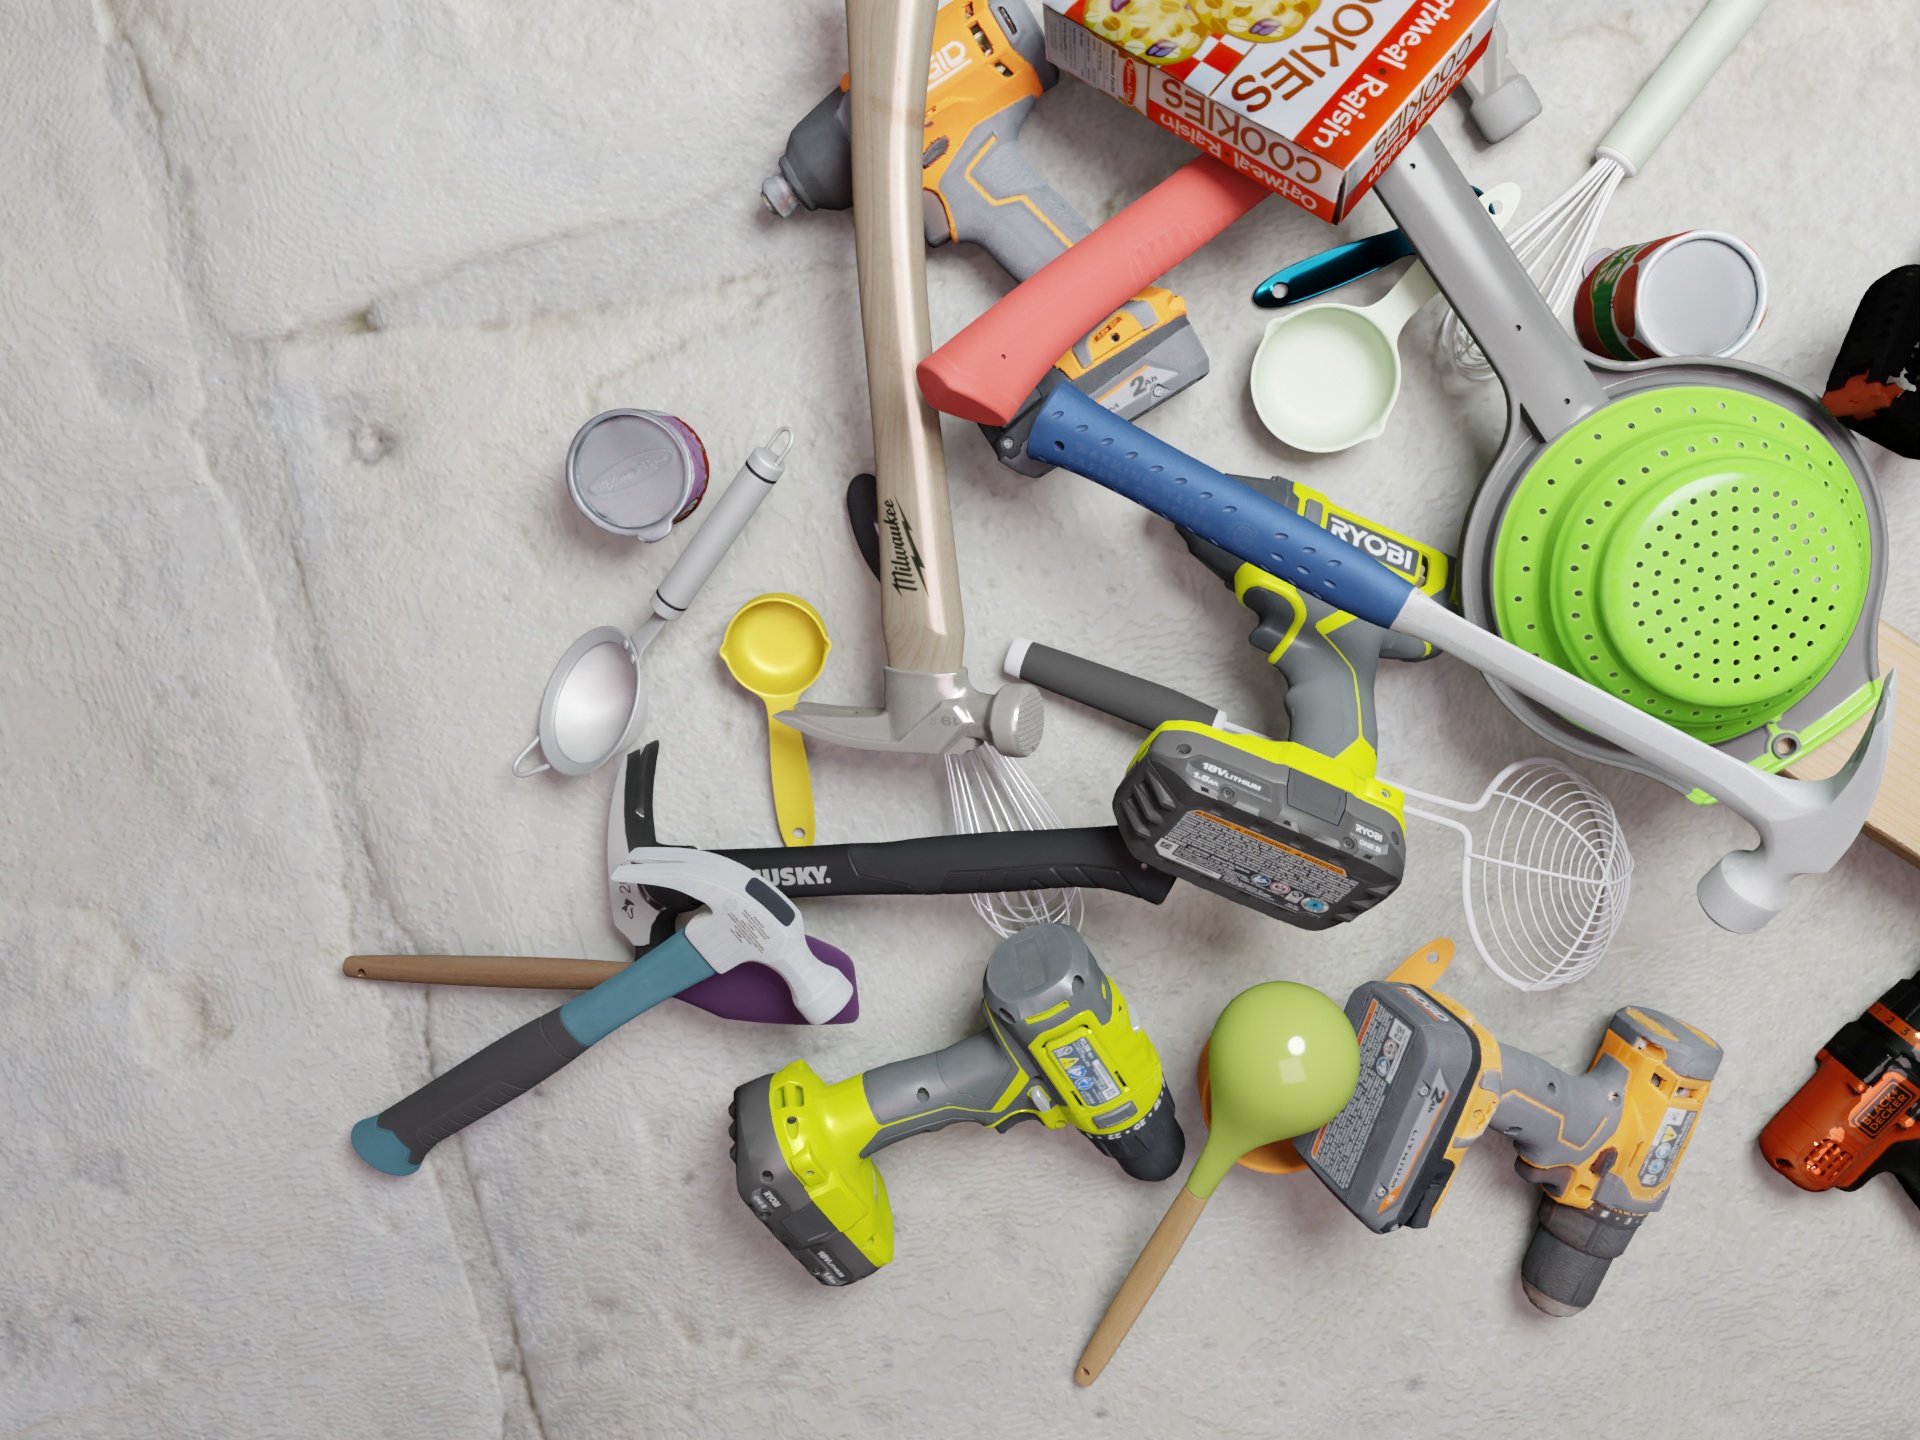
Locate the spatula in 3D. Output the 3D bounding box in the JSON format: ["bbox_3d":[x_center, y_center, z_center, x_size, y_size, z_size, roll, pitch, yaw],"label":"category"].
[{"bbox_3d":[-0.208,0.141,0.895,0.316,0.018,0.059,-1,109,15],"label":"spatula"}]

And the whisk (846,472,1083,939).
[{"bbox_3d":[-0.001,-0.003,0.876,0.070,0.070,0.284,-22,94,6],"label":"whisk"}]

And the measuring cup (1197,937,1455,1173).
[{"bbox_3d":[0.209,0.178,0.904,0.095,0.052,0.173,44,97,-6],"label":"measuring cup"}]

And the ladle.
[{"bbox_3d":[0.129,0.272,0.891,0.078,0.062,0.320,36,126,21],"label":"ladle"}]

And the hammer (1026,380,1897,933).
[{"bbox_3d":[0.214,-0.051,0.725,0.405,0.035,0.144,30,139,12],"label":"hammer"}]

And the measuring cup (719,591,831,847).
[{"bbox_3d":[-0.098,0.002,0.899,0.062,0.029,0.156,-4,112,1],"label":"measuring cup"}]

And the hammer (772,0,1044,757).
[{"bbox_3d":[-0.039,-0.184,0.787,0.146,0.038,0.410,4,105,25],"label":"hammer"}]

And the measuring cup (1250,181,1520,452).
[{"bbox_3d":[0.222,-0.212,0.827,0.083,0.038,0.167,44,106,-4],"label":"measuring cup"}]

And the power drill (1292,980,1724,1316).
[{"bbox_3d":[0.298,0.239,0.872,0.226,0.084,0.185,12,104,-24],"label":"power drill"}]

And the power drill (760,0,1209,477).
[{"bbox_3d":[0.010,-0.240,0.820,0.164,0.084,0.226,-30,95,9],"label":"power drill"}]

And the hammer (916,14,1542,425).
[{"bbox_3d":[0.119,-0.265,0.767,0.359,0.037,0.149,-38,97,-14],"label":"hammer"}]

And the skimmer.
[{"bbox_3d":[0.196,0.037,0.883,0.363,0.090,0.127,21,74,9],"label":"skimmer"}]

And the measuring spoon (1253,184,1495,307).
[{"bbox_3d":[0.218,-0.245,0.844,0.128,0.021,0.042,-18,83,14],"label":"measuring spoon"}]

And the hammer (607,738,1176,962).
[{"bbox_3d":[-0.042,0.074,0.853,0.335,0.035,0.146,-5,101,21],"label":"hammer"}]

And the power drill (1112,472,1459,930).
[{"bbox_3d":[0.160,-0.023,0.799,0.171,0.223,0.080,23,145,-4],"label":"power drill"}]

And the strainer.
[{"bbox_3d":[-0.159,-0.056,0.853,0.050,0.087,0.258,14,126,-44],"label":"strainer"}]

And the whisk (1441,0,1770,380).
[{"bbox_3d":[0.333,-0.280,0.820,0.059,0.058,0.246,32,99,-39],"label":"whisk"}]

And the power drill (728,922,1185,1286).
[{"bbox_3d":[0.005,0.227,0.892,0.228,0.080,0.190,-26,125,8],"label":"power drill"}]

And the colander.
[{"bbox_3d":[0.297,-0.133,0.735,0.204,0.094,0.397,-35,95,11],"label":"colander"}]

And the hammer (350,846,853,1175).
[{"bbox_3d":[-0.221,0.176,0.884,0.331,0.033,0.128,-33,102,23],"label":"hammer"}]
